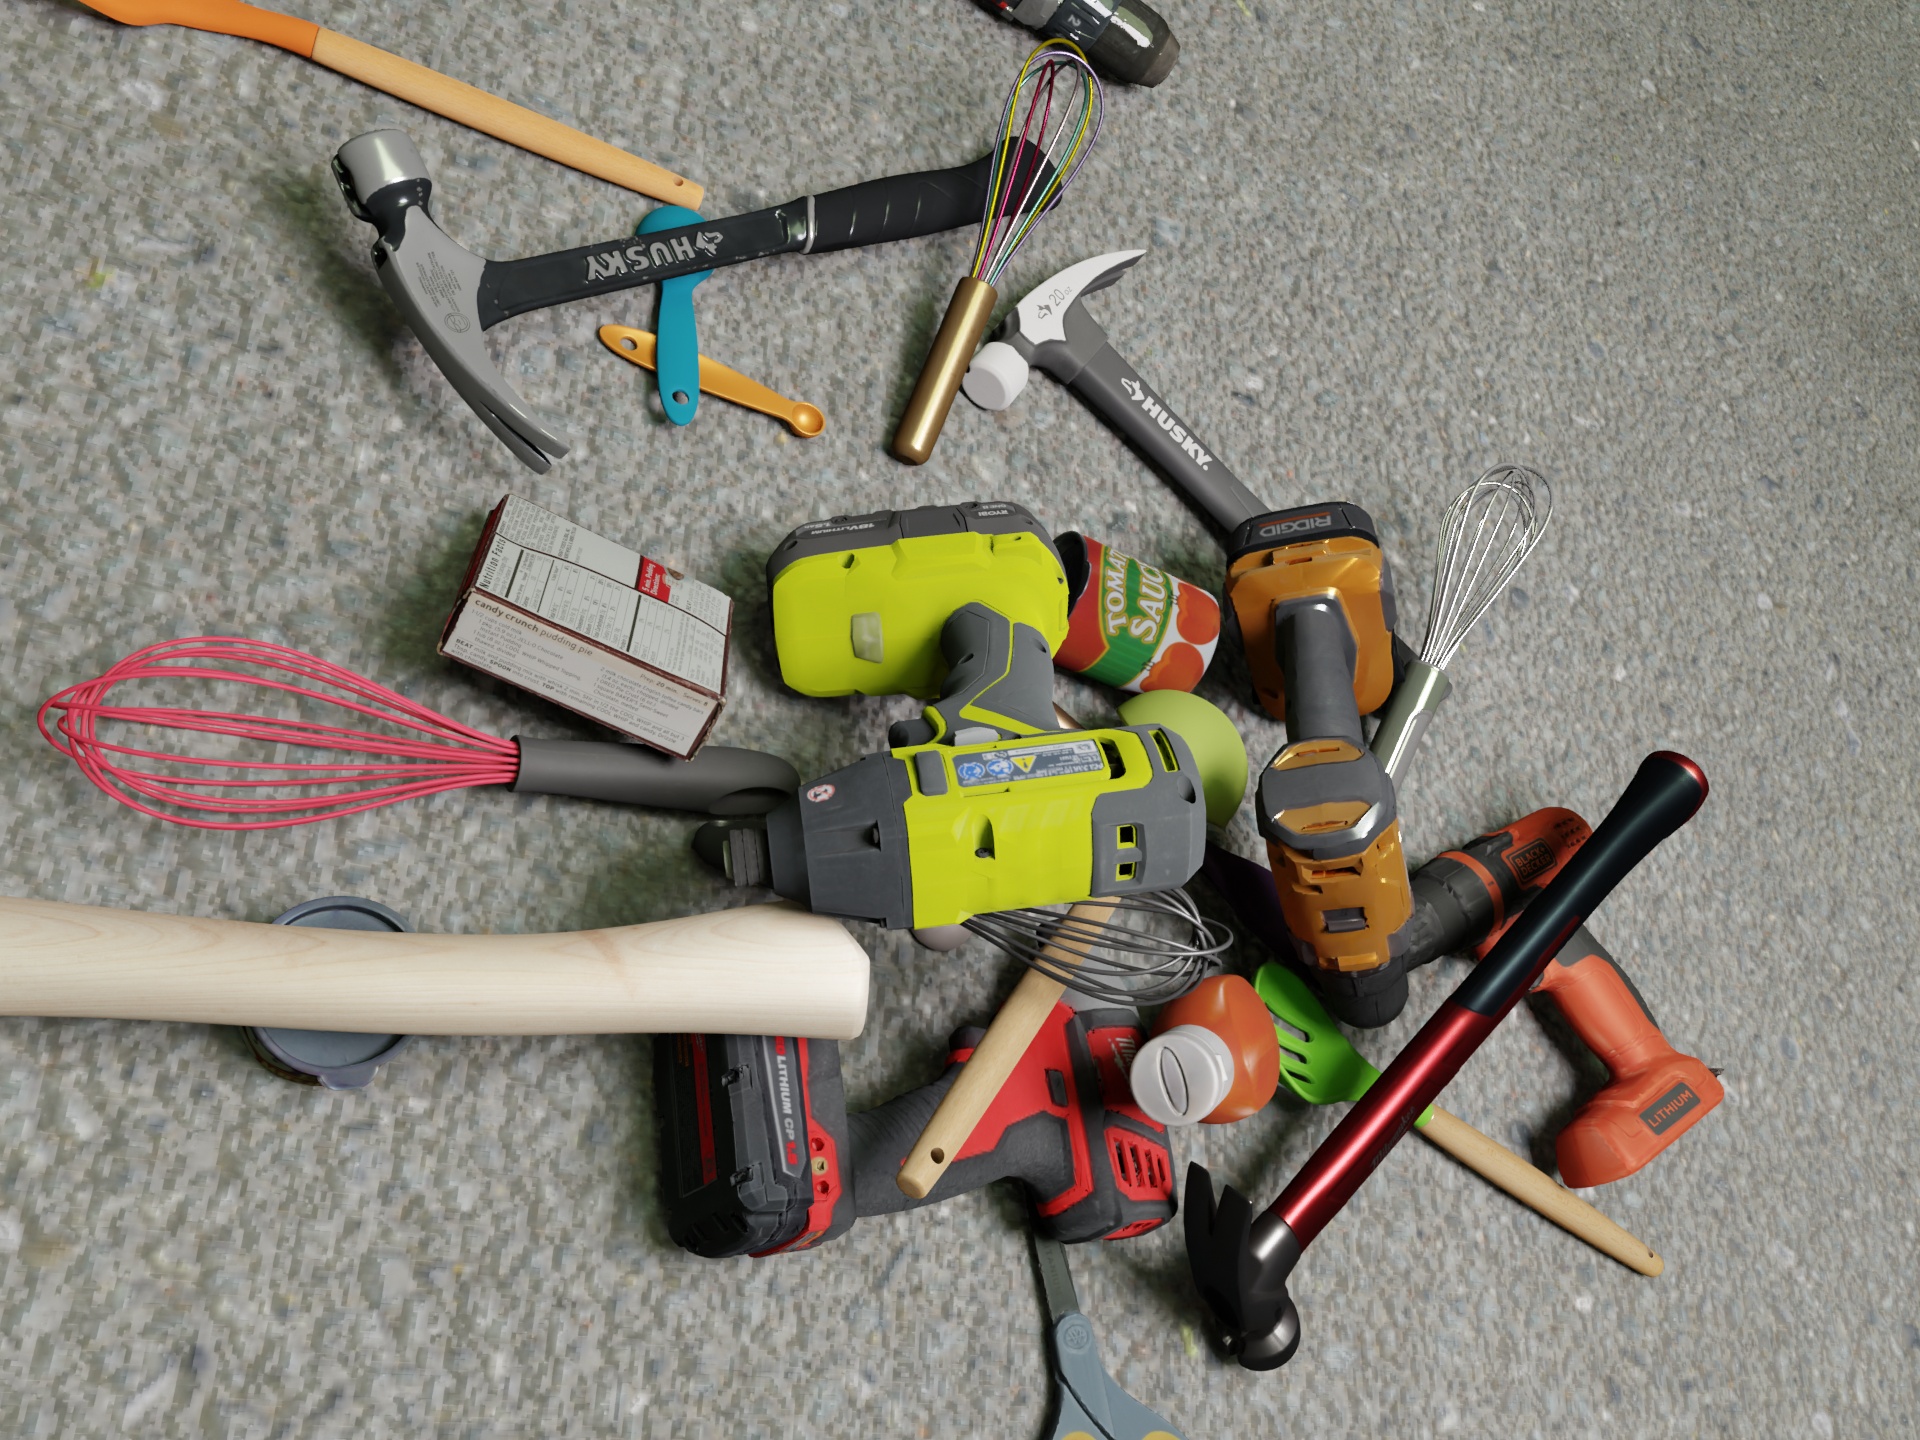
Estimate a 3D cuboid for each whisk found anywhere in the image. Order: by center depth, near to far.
[{"bbox_3d":[-0.196,0.015,0.630,0.295,0.073,0.073,7,68,-32],"label":"whisk"},{"bbox_3d":[-0.006,0.069,0.647,0.055,0.239,0.055,10,90,-66],"label":"whisk"},{"bbox_3d":[0.014,-0.246,0.826,0.051,0.047,0.245,19,81,19],"label":"whisk"},{"bbox_3d":[0.263,-0.034,0.880,0.057,0.059,0.246,33,80,-43],"label":"whisk"}]

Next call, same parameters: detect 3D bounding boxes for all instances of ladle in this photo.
[{"bbox_3d":[0.050,0.087,0.694,0.078,0.062,0.320,47,46,-7],"label":"ladle"}]

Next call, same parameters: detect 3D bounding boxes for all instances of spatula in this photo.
[{"bbox_3d":[-0.267,-0.304,0.723,0.322,0.041,0.081,16,64,-25],"label":"spatula"},{"bbox_3d":[0.095,0.042,0.810,0.315,0.018,0.060,40,36,-10],"label":"spatula"}]

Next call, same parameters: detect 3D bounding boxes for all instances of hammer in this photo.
[{"bbox_3d":[-0.235,0.095,0.536,0.410,0.038,0.146,5,70,-14],"label":"hammer"},{"bbox_3d":[0.244,0.130,0.760,0.386,0.038,0.143,-41,136,-23],"label":"hammer"},{"bbox_3d":[-0.088,-0.236,0.782,0.409,0.036,0.149,-27,94,-40],"label":"hammer"},{"bbox_3d":[0.158,-0.123,0.901,0.334,0.035,0.146,43,57,-9],"label":"hammer"}]

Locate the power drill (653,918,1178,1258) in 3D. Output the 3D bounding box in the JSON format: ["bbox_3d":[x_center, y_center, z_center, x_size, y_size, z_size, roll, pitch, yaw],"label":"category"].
[{"bbox_3d":[-0.011,0.150,0.671,0.219,0.078,0.143,7,61,-31],"label":"power drill"}]

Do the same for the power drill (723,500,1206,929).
[{"bbox_3d":[-0.013,-0.005,0.648,0.171,0.080,0.223,-6,33,-6],"label":"power drill"}]

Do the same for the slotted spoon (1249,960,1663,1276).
[{"bbox_3d":[0.259,0.220,0.832,0.313,0.031,0.070,34,41,-17],"label":"slotted spoon"}]

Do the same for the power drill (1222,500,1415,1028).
[{"bbox_3d":[0.186,0.026,0.793,0.185,0.084,0.226,65,22,-44],"label":"power drill"}]

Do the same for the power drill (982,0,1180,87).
[{"bbox_3d":[0.075,-0.509,0.981,0.187,0.080,0.227,29,62,-17],"label":"power drill"}]

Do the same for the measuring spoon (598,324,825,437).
[{"bbox_3d":[-0.121,-0.164,0.774,0.116,0.011,0.021,21,56,-18],"label":"measuring spoon"}]

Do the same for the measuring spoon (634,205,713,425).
[{"bbox_3d":[-0.133,-0.199,0.763,0.042,0.021,0.129,7,62,-26],"label":"measuring spoon"}]

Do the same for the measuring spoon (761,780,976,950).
[{"bbox_3d":[-0.041,0.060,0.725,0.124,0.018,0.034,39,57,-10],"label":"measuring spoon"}]
